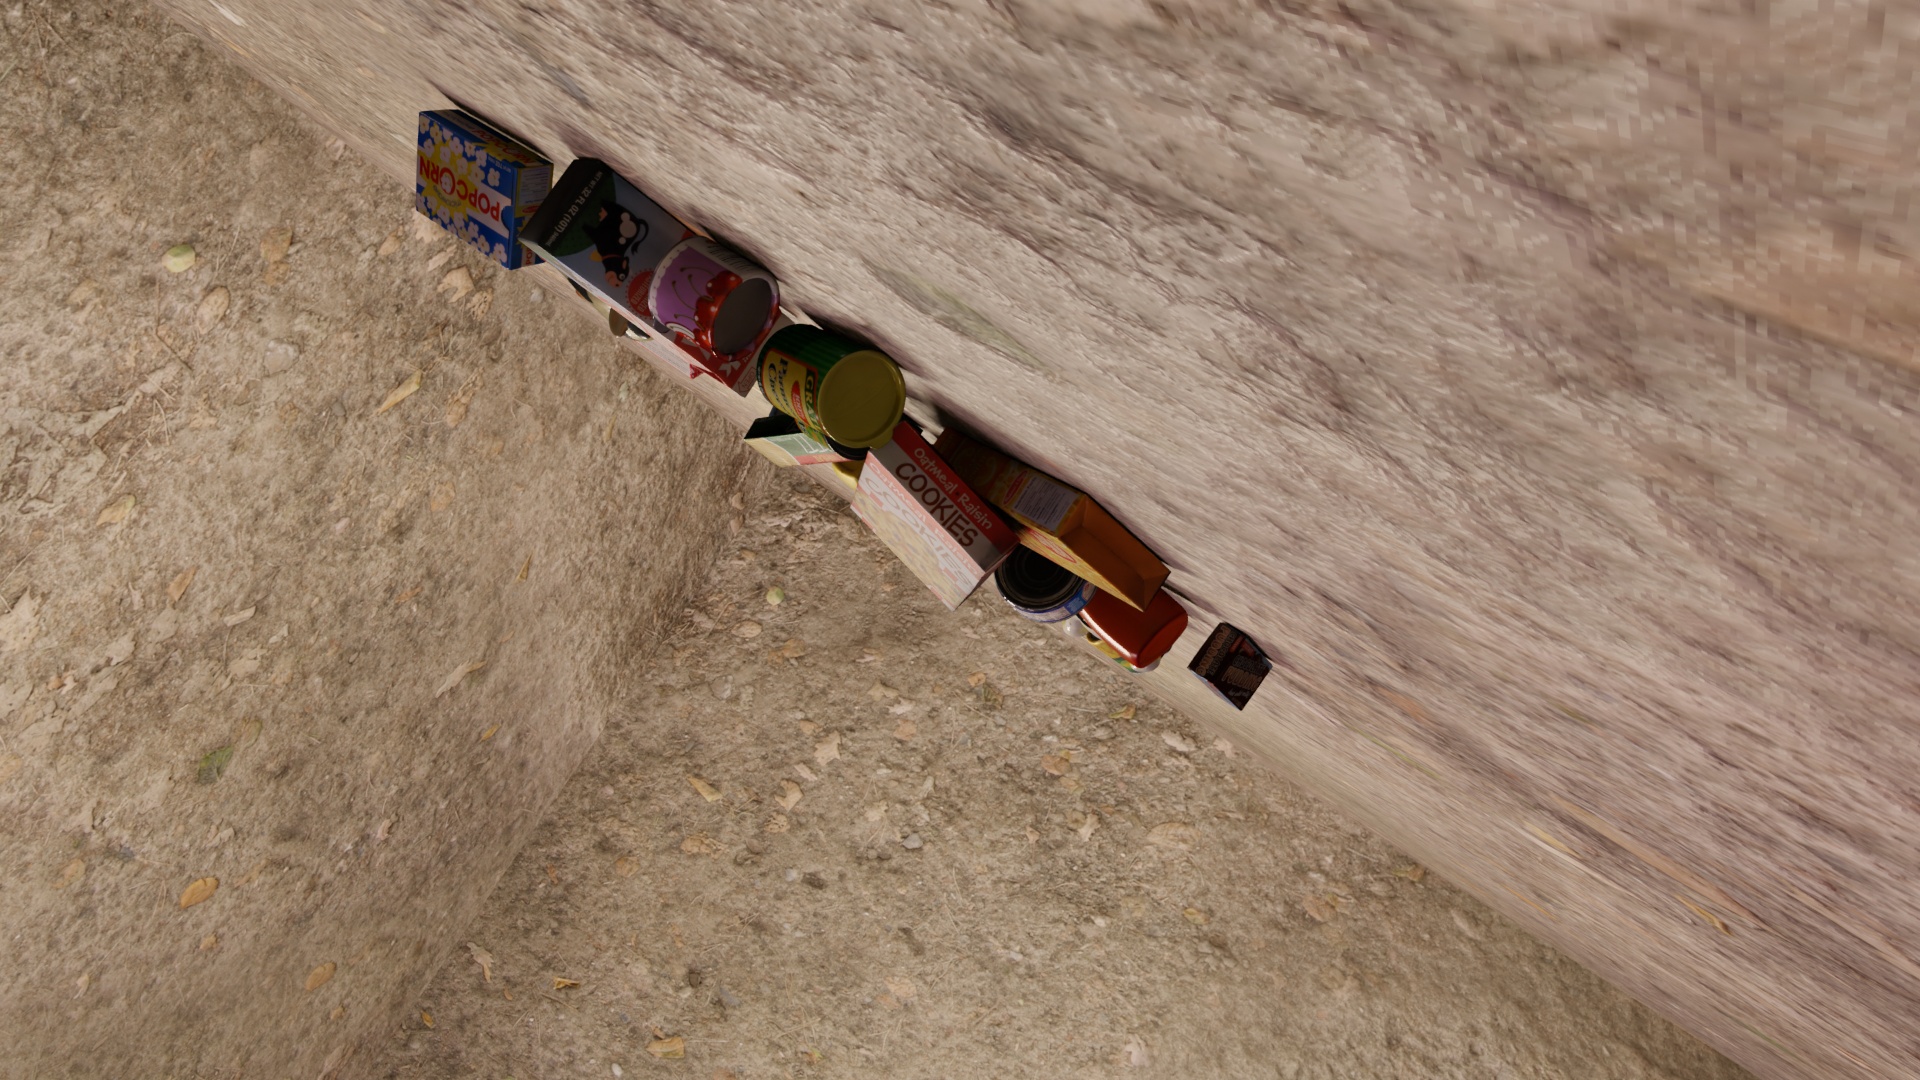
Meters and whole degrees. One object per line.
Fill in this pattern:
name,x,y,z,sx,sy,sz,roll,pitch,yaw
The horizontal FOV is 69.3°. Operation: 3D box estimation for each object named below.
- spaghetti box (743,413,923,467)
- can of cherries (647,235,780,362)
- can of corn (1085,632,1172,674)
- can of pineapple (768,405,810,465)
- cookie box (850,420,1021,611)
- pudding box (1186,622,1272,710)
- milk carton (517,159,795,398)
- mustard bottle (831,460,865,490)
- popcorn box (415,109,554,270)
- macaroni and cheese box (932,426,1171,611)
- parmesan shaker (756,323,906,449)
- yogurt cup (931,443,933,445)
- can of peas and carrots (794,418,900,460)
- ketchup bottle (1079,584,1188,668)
spaghetti box,-0.122,-0.096,1.265,0.050,0.029,0.250,37,161,-28
can of cherries,-0.163,-0.157,0.917,0.058,0.071,0.071,32,176,22
can of corn,0.165,0.087,1.346,0.058,0.071,0.071,35,176,-19
can of pineapple,-0.153,-0.120,1.403,0.058,0.071,0.071,37,176,-34
cookie box,-0.023,-0.015,1.064,0.123,0.040,0.167,46,165,3
pudding box,0.225,0.105,1.153,0.030,0.049,0.083,33,176,35
milk carton,-0.208,-0.182,0.985,0.190,0.072,0.073,36,176,-31
mustard bottle,-0.077,-0.073,1.442,0.049,0.065,0.160,35,-177,23
popcorn box,-0.379,-0.279,1.099,0.127,0.084,0.038,32,-146,26
macaroni and cheese box,0.061,-0.017,1.042,0.167,0.040,0.123,30,174,47
parmesan shaker,-0.091,-0.107,0.963,0.071,0.071,0.103,37,175,-37
yogurt cup,-0.018,-0.049,1.179,0.072,0.072,0.054,36,-176,-31
can of peas and carrots,-0.090,-0.100,1.063,0.071,0.071,0.059,36,176,-35
ketchup bottle,0.119,0.040,1.171,0.149,0.065,0.043,42,167,31
